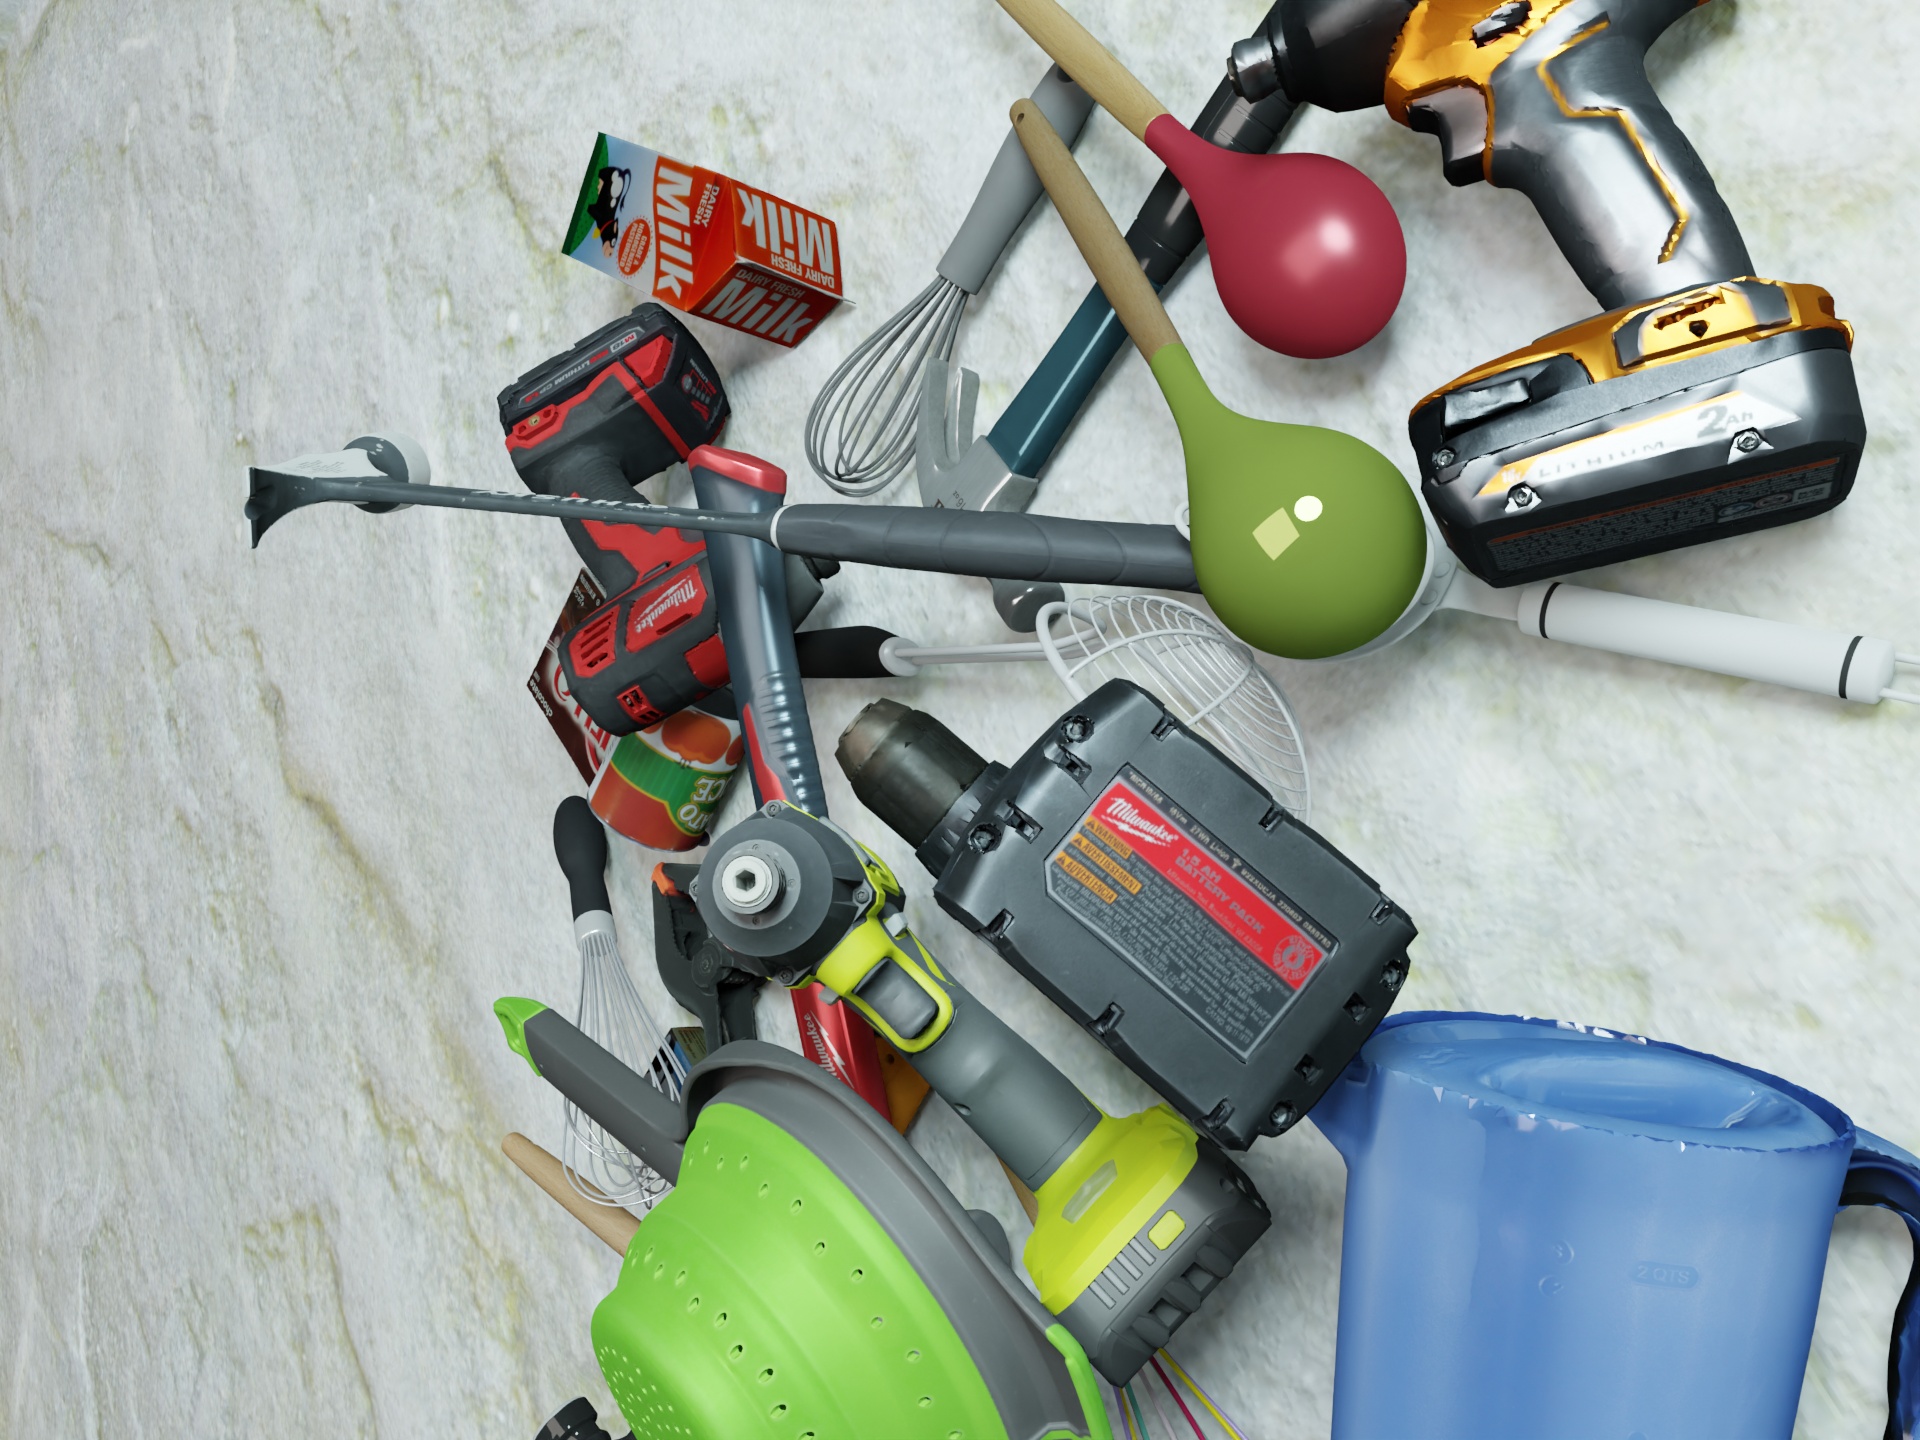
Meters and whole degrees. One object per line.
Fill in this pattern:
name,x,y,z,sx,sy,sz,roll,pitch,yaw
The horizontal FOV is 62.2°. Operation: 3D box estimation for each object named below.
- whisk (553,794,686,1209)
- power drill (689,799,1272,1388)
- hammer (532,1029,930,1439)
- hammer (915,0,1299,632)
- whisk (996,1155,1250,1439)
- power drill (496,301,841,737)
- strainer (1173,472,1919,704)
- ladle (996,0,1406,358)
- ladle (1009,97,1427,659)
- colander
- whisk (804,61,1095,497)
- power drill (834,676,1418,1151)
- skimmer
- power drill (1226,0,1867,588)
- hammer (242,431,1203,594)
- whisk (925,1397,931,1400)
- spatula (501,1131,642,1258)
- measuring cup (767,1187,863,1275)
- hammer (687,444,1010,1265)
whisk,-0.194,0.139,0.858,0.070,0.070,0.285,-55,38,26
power drill,-0.001,0.121,0.569,0.223,0.171,0.080,43,86,11
hammer,-0.095,0.281,0.767,0.127,0.034,0.336,39,110,24
hammer,0.084,-0.200,0.662,0.331,0.033,0.128,-54,52,26
whisk,0.060,0.244,0.621,0.047,0.051,0.245,-58,46,30
power drill,-0.152,-0.107,0.820,0.143,0.078,0.220,-29,55,5
strainer,0.186,-0.037,0.531,0.259,0.050,0.087,17,68,40
ladle,0.068,-0.252,0.642,0.069,0.031,0.316,-54,51,28
ladle,0.079,-0.148,0.604,0.078,0.062,0.321,-51,42,32
colander,-0.112,0.202,0.599,0.397,0.094,0.204,18,130,47
whisk,-0.003,-0.208,0.744,0.239,0.055,0.055,-56,50,19
power drill,0.035,0.050,0.522,0.188,0.226,0.080,40,82,3
skimmer,-0.001,-0.002,0.679,0.363,0.127,0.090,2,67,53
power drill,0.177,-0.163,0.503,0.164,0.084,0.227,-13,73,22
hammer,-0.086,-0.080,0.640,0.409,0.149,0.036,6,105,7
whisk,-0.005,0.295,0.638,0.246,0.059,0.058,29,62,27
spatula,-0.119,0.280,0.733,0.318,0.082,0.044,24,75,34
measuring cup,-0.051,0.178,0.622,0.062,0.029,0.156,42,140,26
hammer,-0.083,0.068,0.714,0.143,0.038,0.386,-15,83,30
